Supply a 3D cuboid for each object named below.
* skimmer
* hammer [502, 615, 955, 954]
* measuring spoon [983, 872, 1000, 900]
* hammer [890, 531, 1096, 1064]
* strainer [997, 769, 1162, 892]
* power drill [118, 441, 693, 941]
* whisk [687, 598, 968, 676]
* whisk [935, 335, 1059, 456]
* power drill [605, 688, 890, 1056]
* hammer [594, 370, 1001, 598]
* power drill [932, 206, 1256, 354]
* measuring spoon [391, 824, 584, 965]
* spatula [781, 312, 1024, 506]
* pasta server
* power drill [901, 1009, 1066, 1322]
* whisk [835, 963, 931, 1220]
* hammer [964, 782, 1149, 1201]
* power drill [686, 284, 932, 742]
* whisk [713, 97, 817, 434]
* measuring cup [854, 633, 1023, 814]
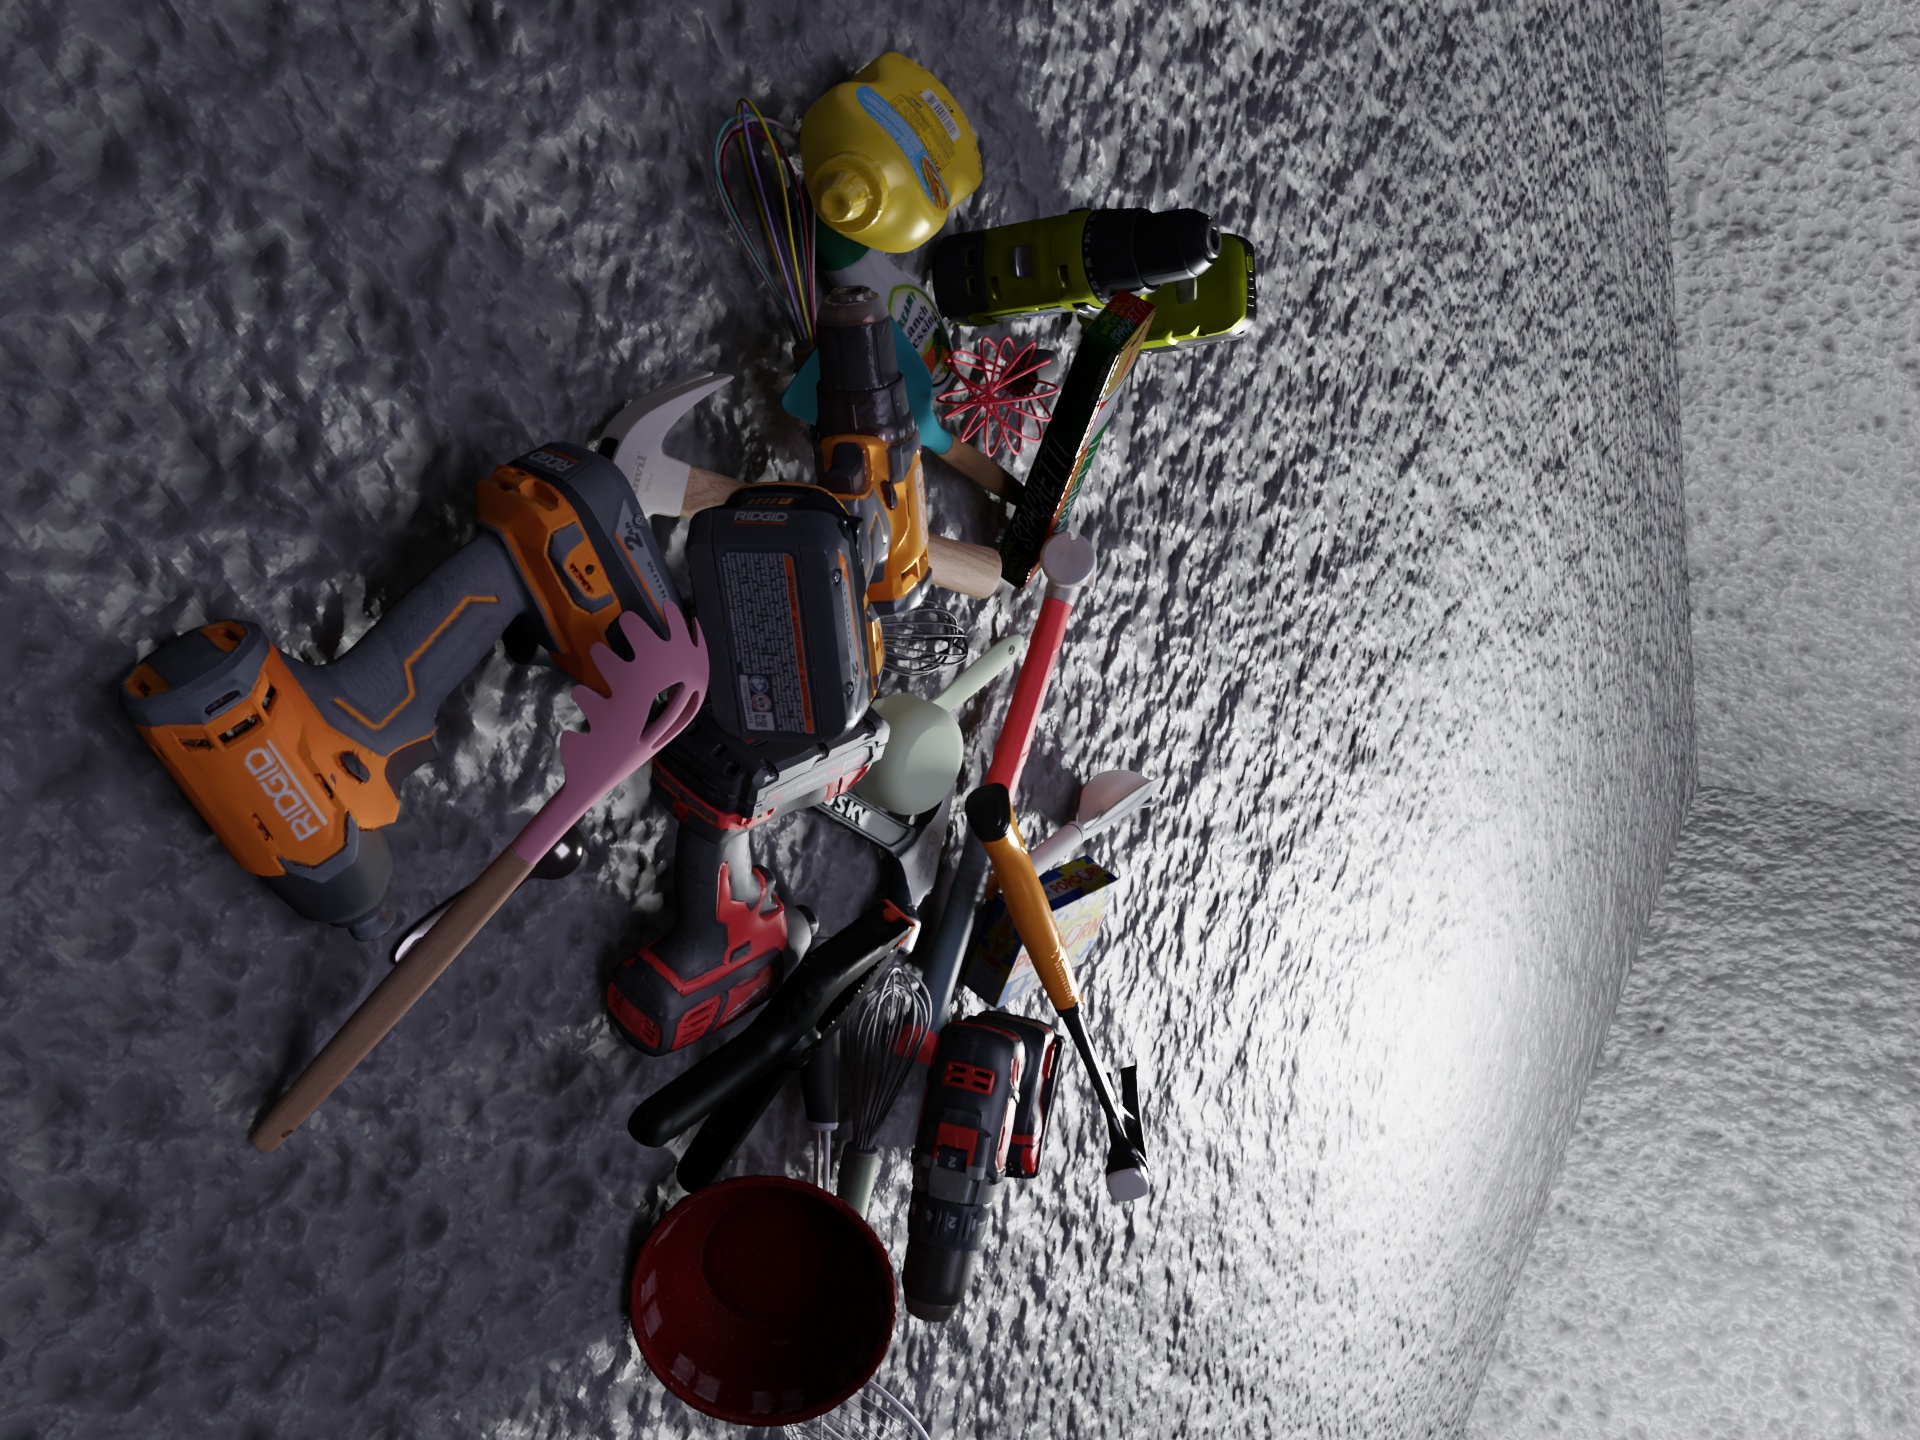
[{"bbox_3d":[-0.073,0.325,1.054,0.090,0.127,0.363,5,84,-50],"label":"skimmer"},{"bbox_3d":[-0.121,0.016,0.960,0.408,0.036,0.149,38,66,-51],"label":"hammer"},{"bbox_3d":[0.037,0.130,1.229,0.116,0.011,0.021,18,87,-51],"label":"measuring spoon"},{"bbox_3d":[0.027,0.059,1.153,0.143,0.038,0.386,26,82,-84],"label":"hammer"},{"bbox_3d":[0.091,0.083,1.239,0.050,0.087,0.258,50,33,7],"label":"strainer"},{"bbox_3d":[-0.237,-0.010,0.730,0.226,0.084,0.164,-38,129,-25],"label":"power drill"},{"bbox_3d":[-0.079,-0.057,0.995,0.238,0.055,0.055,2,96,-50],"label":"whisk"},{"bbox_3d":[0.036,-0.217,1.022,0.296,0.073,0.073,-62,151,-71],"label":"whisk"},{"bbox_3d":[-0.119,0.080,0.893,0.143,0.079,0.219,-24,141,-46],"label":"power drill"},{"bbox_3d":[-0.084,-0.118,0.954,0.331,0.031,0.130,8,98,-51],"label":"hammer"},{"bbox_3d":[0.116,-0.303,1.085,0.228,0.190,0.080,-13,101,-57],"label":"power drill"},{"bbox_3d":[-0.240,0.091,0.825,0.124,0.018,0.034,-40,128,-42],"label":"measuring spoon"},{"bbox_3d":[-0.009,-0.182,1.034,0.082,0.044,0.317,-51,160,9],"label":"spatula"},{"bbox_3d":[-0.222,0.076,0.732,0.316,0.040,0.060,-48,148,4],"label":"pasta server"},{"bbox_3d":[0.011,0.294,1.093,0.226,0.080,0.188,26,74,-79],"label":"power drill"},{"bbox_3d":[-0.067,0.286,1.090,0.058,0.059,0.246,-30,132,-83],"label":"whisk"},{"bbox_3d":[0.071,0.182,1.130,0.127,0.034,0.336,-89,160,-60],"label":"hammer"},{"bbox_3d":[-0.068,-0.113,0.831,0.226,0.084,0.185,-66,156,-59],"label":"power drill"},{"bbox_3d":[-0.094,-0.239,0.932,0.051,0.047,0.244,-48,137,-39],"label":"whisk"},{"bbox_3d":[-0.002,-0.003,1.037,0.167,0.038,0.083,-42,133,-28],"label":"measuring cup"}]
